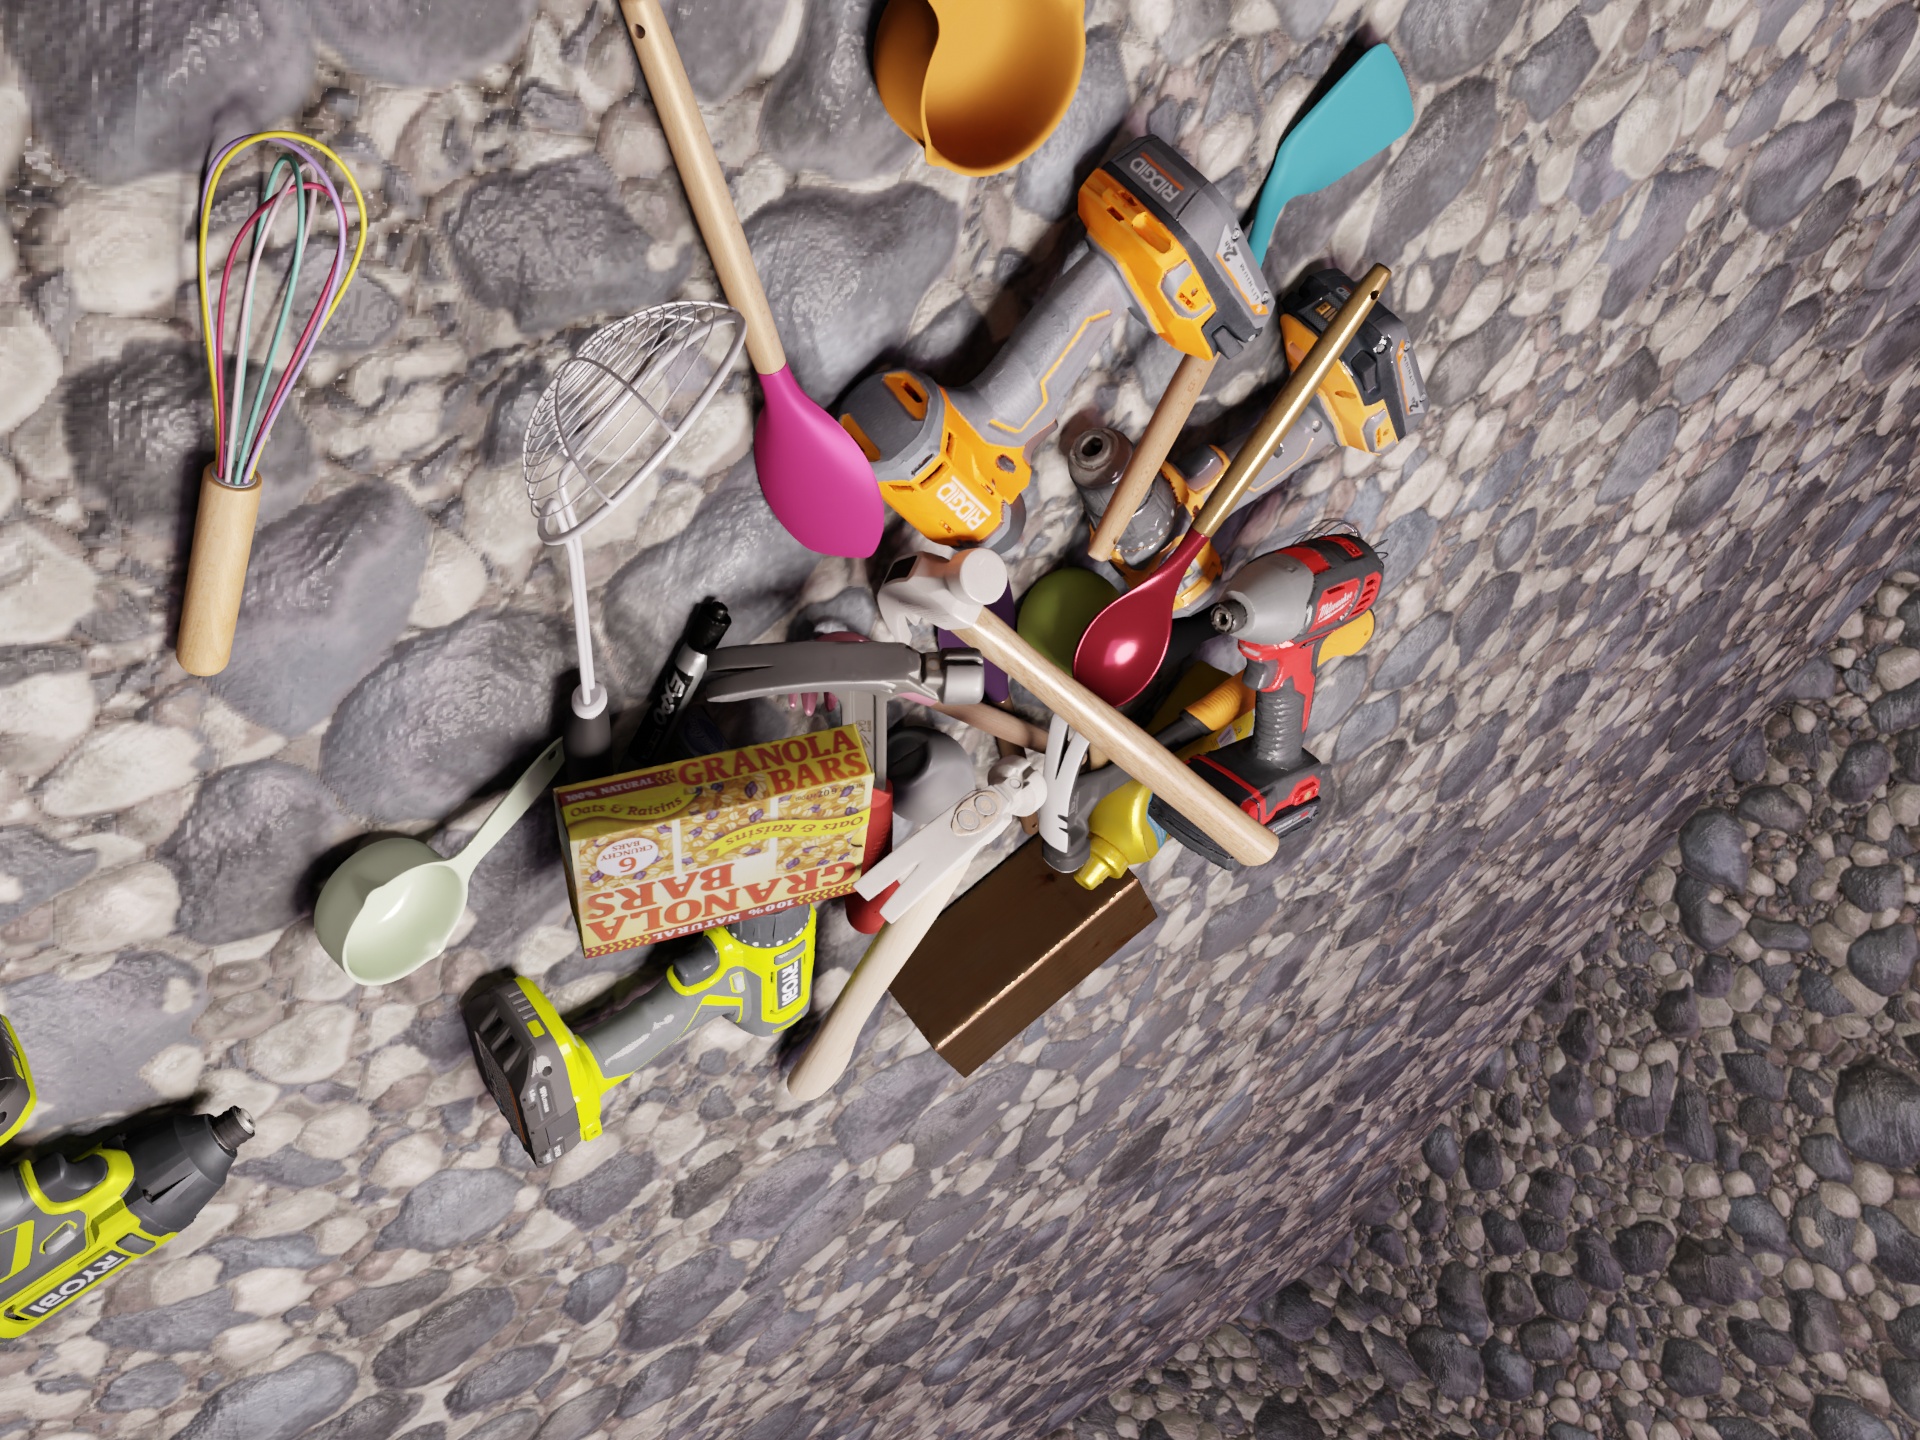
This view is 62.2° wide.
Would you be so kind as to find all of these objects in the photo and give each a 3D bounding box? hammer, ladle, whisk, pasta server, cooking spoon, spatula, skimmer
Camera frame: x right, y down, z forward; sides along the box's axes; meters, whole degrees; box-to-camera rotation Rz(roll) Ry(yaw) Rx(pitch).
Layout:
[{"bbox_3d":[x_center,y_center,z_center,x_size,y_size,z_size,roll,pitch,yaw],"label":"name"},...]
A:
[{"bbox_3d":[-0.070,0.054,1.001,0.149,0.037,0.358,-1,152,-4],"label":"hammer"},{"bbox_3d":[0.159,-0.135,0.955,0.069,0.031,0.315,13,123,-35],"label":"ladle"},{"bbox_3d":[0.188,-0.015,1.156,0.337,0.034,0.127,-30,139,-30],"label":"hammer"},{"bbox_3d":[0.216,-0.087,1.147,0.284,0.070,0.070,-24,145,-38],"label":"whisk"},{"bbox_3d":[0.081,0.000,0.977,0.331,0.130,0.031,37,71,-29],"label":"hammer"},{"bbox_3d":[-0.002,-0.003,1.033,0.060,0.040,0.316,-30,151,26],"label":"pasta server"},{"bbox_3d":[0.091,-0.008,1.161,0.078,0.062,0.320,-41,156,-11],"label":"ladle"},{"bbox_3d":[-0.274,-0.111,0.615,0.047,0.051,0.244,-15,143,-46],"label":"whisk"},{"bbox_3d":[-0.094,-0.182,0.725,0.318,0.069,0.017,73,32,-51],"label":"cooking spoon"},{"bbox_3d":[-0.064,0.176,1.091,0.146,0.038,0.410,-37,165,-38],"label":"hammer"},{"bbox_3d":[0.028,-0.002,1.107,0.060,0.018,0.315,-36,147,-13],"label":"spatula"},{"bbox_3d":[0.159,-0.230,0.906,0.317,0.044,0.082,-62,150,1],"label":"spatula"},{"bbox_3d":[-0.157,-0.043,0.777,0.363,0.090,0.127,101,2,-49],"label":"skimmer"}]

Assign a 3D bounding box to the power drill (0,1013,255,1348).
[{"bbox_3d":[-0.468,0.222,0.780,0.171,0.080,0.223,-34,152,-12],"label":"power drill"}]

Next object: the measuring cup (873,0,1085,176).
[{"bbox_3d":[-0.014,-0.303,0.659,0.095,0.052,0.173,-46,147,6],"label":"measuring cup"}]

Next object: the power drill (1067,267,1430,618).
[{"bbox_3d":[0.174,-0.178,0.999,0.226,0.084,0.185,-40,147,5],"label":"power drill"}]

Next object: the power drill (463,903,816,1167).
[{"bbox_3d":[-0.192,0.171,1.021,0.228,0.080,0.190,-28,148,-27],"label":"power drill"}]

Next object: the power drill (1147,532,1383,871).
[{"bbox_3d":[0.205,-0.015,1.080,0.143,0.079,0.219,-20,132,-39],"label":"power drill"}]

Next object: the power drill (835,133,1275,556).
[{"bbox_3d":[0.055,-0.183,0.859,0.226,0.084,0.164,-41,149,7],"label":"power drill"}]

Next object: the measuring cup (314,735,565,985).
[{"bbox_3d":[-0.274,0.064,0.847,0.167,0.038,0.083,-51,155,-18],"label":"measuring cup"}]
